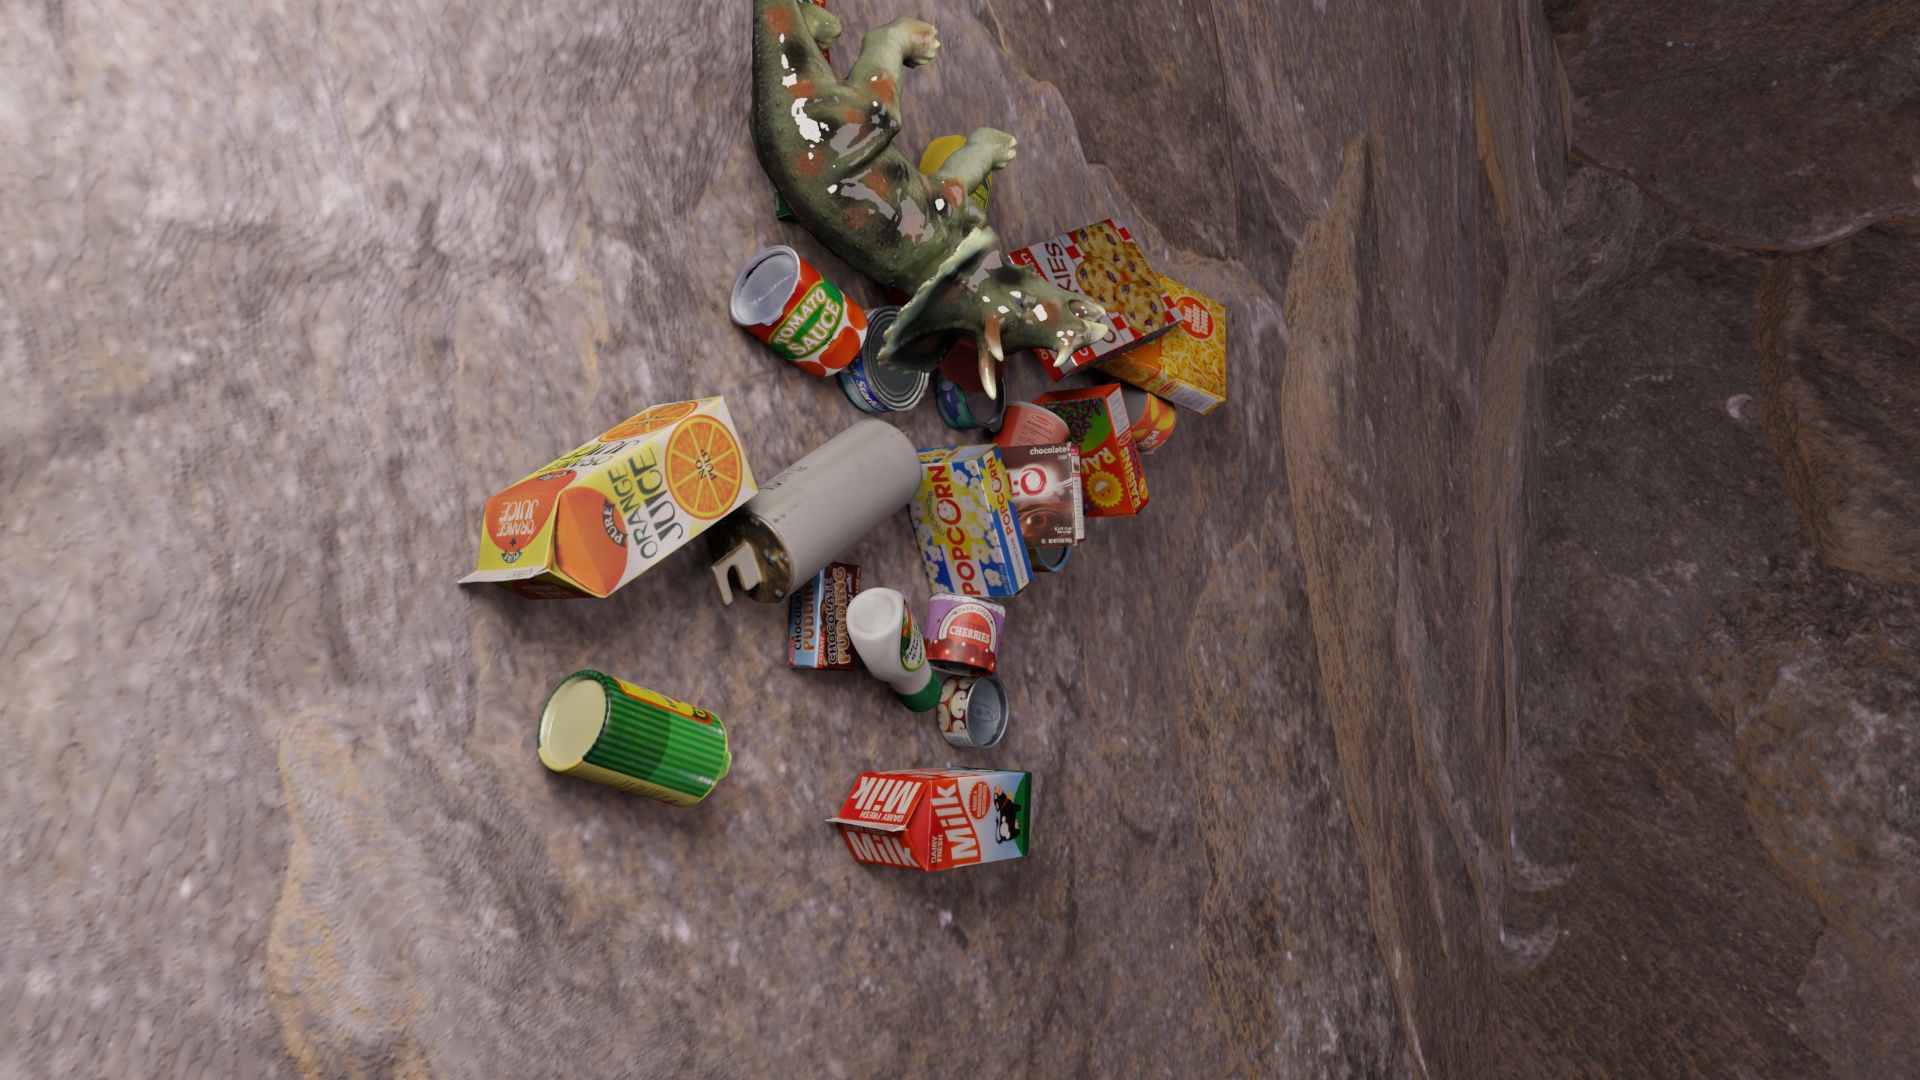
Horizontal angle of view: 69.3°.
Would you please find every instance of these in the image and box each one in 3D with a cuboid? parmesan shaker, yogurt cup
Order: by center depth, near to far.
[{"bbox_3d":[-0.206,0.127,0.884,0.103,0.071,0.071,33,62,-49],"label":"parmesan shaker"},{"bbox_3d":[0.059,-0.088,1.272,0.072,0.072,0.054,39,66,-46],"label":"yogurt cup"}]

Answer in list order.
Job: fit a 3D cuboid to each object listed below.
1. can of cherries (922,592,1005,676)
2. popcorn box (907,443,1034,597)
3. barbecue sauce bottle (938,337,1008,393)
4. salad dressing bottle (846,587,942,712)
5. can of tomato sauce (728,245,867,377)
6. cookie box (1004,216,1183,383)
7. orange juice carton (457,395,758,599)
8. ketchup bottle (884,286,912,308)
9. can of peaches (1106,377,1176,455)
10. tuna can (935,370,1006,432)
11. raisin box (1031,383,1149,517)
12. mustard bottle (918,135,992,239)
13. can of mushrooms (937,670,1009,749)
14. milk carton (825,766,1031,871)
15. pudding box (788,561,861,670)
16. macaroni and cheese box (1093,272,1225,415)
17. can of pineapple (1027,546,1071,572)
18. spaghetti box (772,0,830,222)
[{"bbox_3d":[0.002,0.080,1.175,0.071,0.071,0.058,29,66,-50],"label":"can of cherries"},{"bbox_3d":[0.004,-0.015,1.171,0.038,0.085,0.126,-37,118,-48],"label":"popcorn box"},{"bbox_3d":[0.017,-0.194,1.208,0.065,0.043,0.149,34,40,-19],"label":"barbecue sauce bottle"},{"bbox_3d":[-0.049,0.090,1.096,0.147,0.044,0.064,66,21,-57],"label":"salad dressing bottle"},{"bbox_3d":[-0.118,-0.167,1.025,0.083,0.071,0.071,34,61,-49],"label":"can of tomato sauce"},{"bbox_3d":[0.120,-0.231,1.320,0.168,0.040,0.123,-28,84,-40],"label":"cookie box"},{"bbox_3d":[-0.221,-0.020,0.871,0.194,0.071,0.072,-41,120,-47],"label":"orange juice carton"},{"bbox_3d":[-0.059,-0.258,1.122,0.044,0.064,0.148,-44,115,-34],"label":"ketchup bottle"},{"bbox_3d":[0.181,-0.130,1.439,0.058,0.071,0.071,25,68,-51],"label":"can of peaches"},{"bbox_3d":[0.010,-0.129,1.231,0.071,0.033,0.071,4,85,-54],"label":"tuna can"},{"bbox_3d":[0.126,-0.084,1.343,0.040,0.086,0.123,-41,120,-49],"label":"raisin box"},{"bbox_3d":[-0.010,-0.266,1.198,0.065,0.049,0.160,22,70,-50],"label":"mustard bottle"},{"bbox_3d":[0.012,0.147,1.217,0.071,0.033,0.071,4,85,-53],"label":"can of mushrooms"},{"bbox_3d":[-0.022,0.225,1.132,0.191,0.072,0.073,10,81,-53],"label":"milk carton"},{"bbox_3d":[-0.104,0.057,1.064,0.050,0.030,0.084,13,77,-53],"label":"pudding box"},{"bbox_3d":[0.192,-0.212,1.409,0.166,0.040,0.124,20,58,-24],"label":"macaroni and cheese box"},{"bbox_3d":[0.062,-0.001,1.274,0.071,0.058,0.071,4,85,-54],"label":"can of pineapple"},{"bbox_3d":[-0.126,-0.370,1.061,0.050,0.028,0.249,-7,94,-54],"label":"spaghetti box"}]
